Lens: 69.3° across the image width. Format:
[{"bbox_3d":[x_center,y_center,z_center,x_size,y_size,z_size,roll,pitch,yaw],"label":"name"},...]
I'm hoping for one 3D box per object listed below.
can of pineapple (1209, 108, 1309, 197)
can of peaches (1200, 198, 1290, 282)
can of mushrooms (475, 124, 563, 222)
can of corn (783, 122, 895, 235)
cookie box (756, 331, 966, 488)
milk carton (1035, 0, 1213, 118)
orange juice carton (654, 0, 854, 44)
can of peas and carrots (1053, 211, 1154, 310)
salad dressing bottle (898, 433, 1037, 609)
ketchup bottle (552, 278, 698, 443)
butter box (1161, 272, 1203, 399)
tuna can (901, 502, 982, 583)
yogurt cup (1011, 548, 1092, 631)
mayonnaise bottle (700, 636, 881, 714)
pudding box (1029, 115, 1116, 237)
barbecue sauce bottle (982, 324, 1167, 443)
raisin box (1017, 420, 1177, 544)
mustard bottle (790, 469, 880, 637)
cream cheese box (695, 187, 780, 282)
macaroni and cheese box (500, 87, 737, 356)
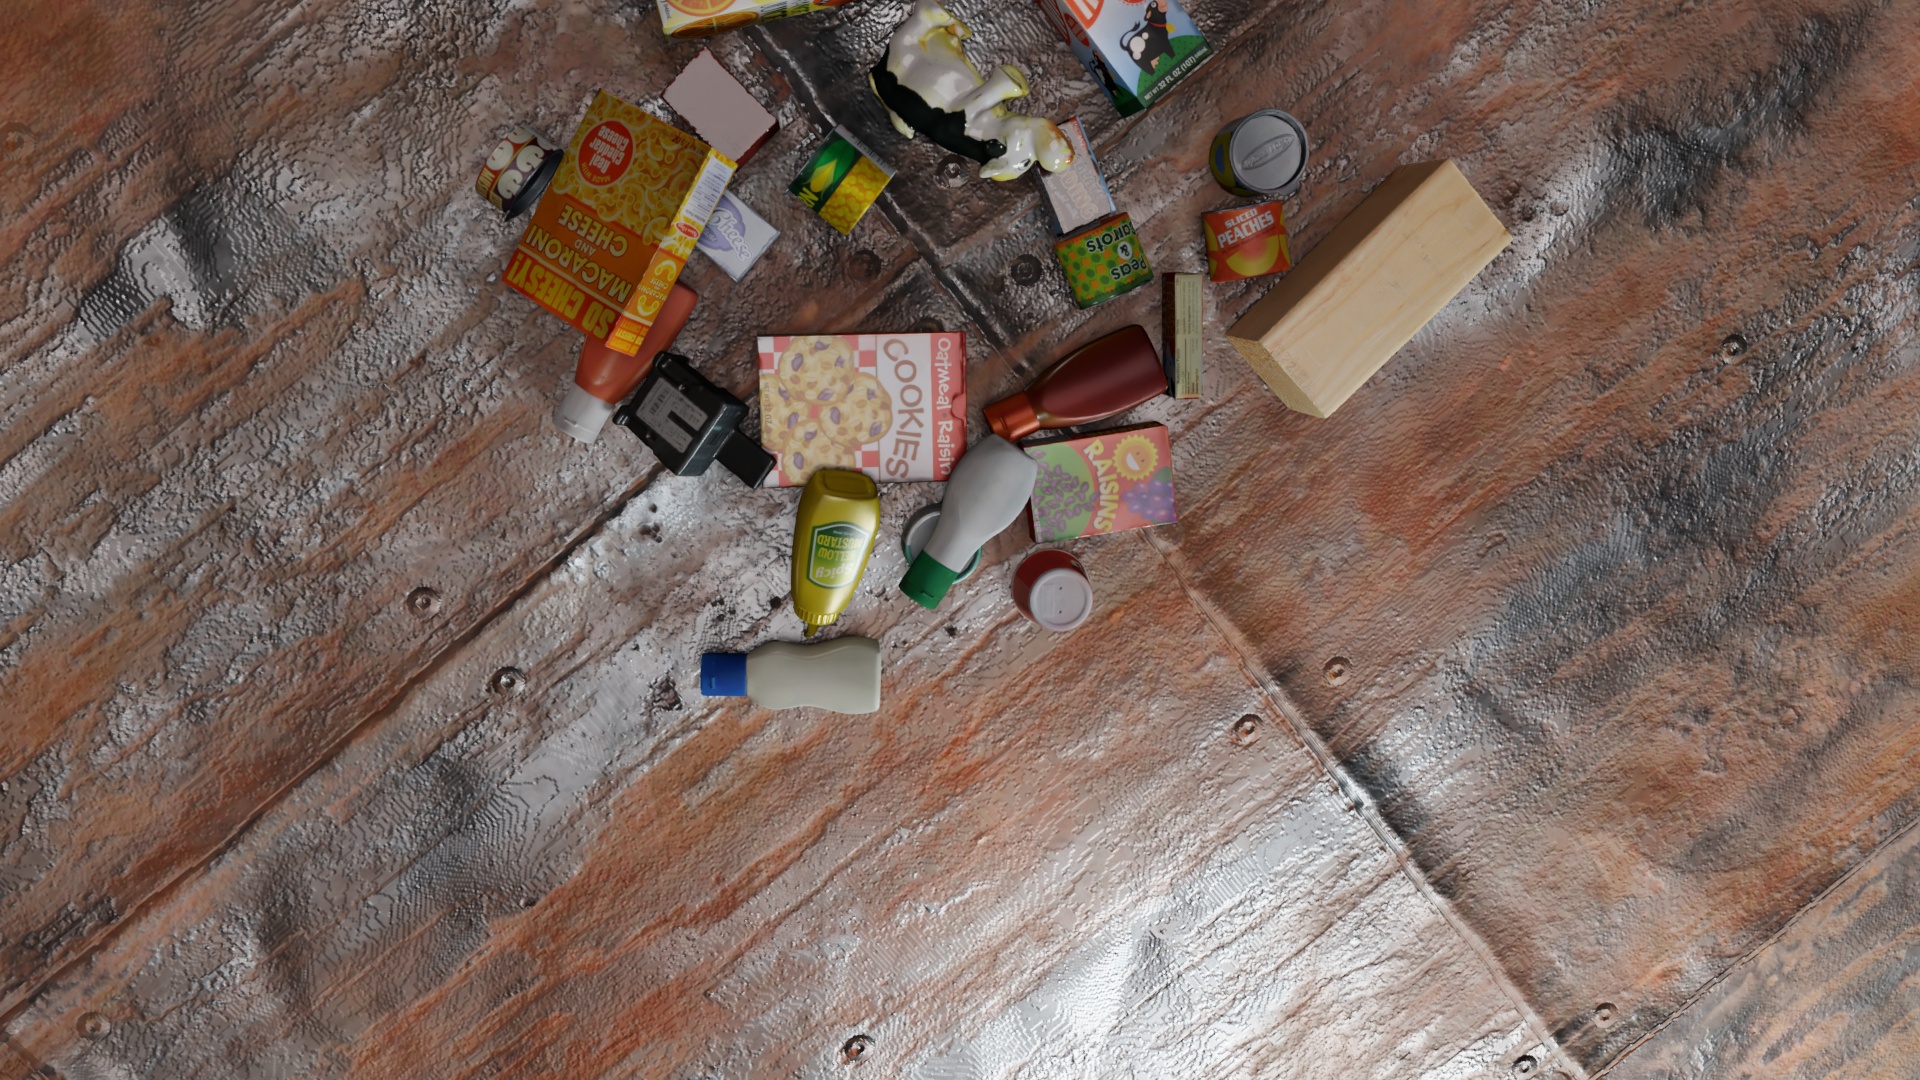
[{"bbox_3d":[0.242,-0.311,1.127,0.071,0.058,0.071,-1,100,-6],"label":"can of pineapple"},{"bbox_3d":[0.232,-0.244,1.131,0.071,0.071,0.058,-11,102,-5],"label":"can of peaches"},{"bbox_3d":[-0.337,-0.279,1.056,0.033,0.071,0.071,38,94,-11],"label":"can of mushrooms"},{"bbox_3d":[-0.094,-0.280,1.087,0.058,0.071,0.071,38,94,-12],"label":"can of corn"},{"bbox_3d":[-0.079,-0.108,1.131,0.168,0.040,0.122,-2,100,-7],"label":"cookie box"},{"bbox_3d":[0.105,-0.430,1.082,0.072,0.073,0.190,-39,102,1],"label":"milk carton"},{"bbox_3d":[-0.140,-0.438,1.050,0.193,0.073,0.071,-15,101,-5],"label":"orange juice carton"},{"bbox_3d":[0.117,-0.226,1.120,0.071,0.071,0.058,-25,101,-2],"label":"can of peas and carrots"},{"bbox_3d":[0.004,-0.014,1.122,0.064,0.044,0.147,31,96,-21],"label":"salad dressing bottle"},{"bbox_3d":[-0.271,-0.148,1.099,0.065,0.043,0.148,32,95,1],"label":"ketchup bottle"},{"bbox_3d":[0.183,-0.170,1.147,0.024,0.053,0.103,-2,99,-4],"label":"butter box"},{"bbox_3d":[-0.014,0.005,1.163,0.071,0.033,0.071,-1,100,-6],"label":"tuna can"},{"bbox_3d":[0.080,0.045,1.171,0.072,0.054,0.072,-1,100,-6],"label":"yogurt cup"},{"bbox_3d":[-0.141,0.112,1.162,0.148,0.041,0.064,1,106,-6],"label":"mayonnaise bottle"},{"bbox_3d":[0.087,-0.295,1.125,0.050,0.030,0.083,-24,102,-3],"label":"pudding box"},{"bbox_3d":[0.092,-0.123,1.149,0.148,0.043,0.065,-24,94,-2],"label":"barbecue sauce bottle"},{"bbox_3d":[0.115,-0.049,1.167,0.123,0.040,0.086,-9,100,-4],"label":"raisin box"},{"bbox_3d":[-0.108,0.019,1.133,0.065,0.049,0.159,5,123,-16],"label":"mustard bottle"},{"bbox_3d":[-0.199,-0.257,1.099,0.104,0.024,0.053,39,93,-12],"label":"cream cheese box"},{"bbox_3d":[-0.260,-0.241,1.057,0.124,0.040,0.166,32,96,23],"label":"macaroni and cheese box"}]
